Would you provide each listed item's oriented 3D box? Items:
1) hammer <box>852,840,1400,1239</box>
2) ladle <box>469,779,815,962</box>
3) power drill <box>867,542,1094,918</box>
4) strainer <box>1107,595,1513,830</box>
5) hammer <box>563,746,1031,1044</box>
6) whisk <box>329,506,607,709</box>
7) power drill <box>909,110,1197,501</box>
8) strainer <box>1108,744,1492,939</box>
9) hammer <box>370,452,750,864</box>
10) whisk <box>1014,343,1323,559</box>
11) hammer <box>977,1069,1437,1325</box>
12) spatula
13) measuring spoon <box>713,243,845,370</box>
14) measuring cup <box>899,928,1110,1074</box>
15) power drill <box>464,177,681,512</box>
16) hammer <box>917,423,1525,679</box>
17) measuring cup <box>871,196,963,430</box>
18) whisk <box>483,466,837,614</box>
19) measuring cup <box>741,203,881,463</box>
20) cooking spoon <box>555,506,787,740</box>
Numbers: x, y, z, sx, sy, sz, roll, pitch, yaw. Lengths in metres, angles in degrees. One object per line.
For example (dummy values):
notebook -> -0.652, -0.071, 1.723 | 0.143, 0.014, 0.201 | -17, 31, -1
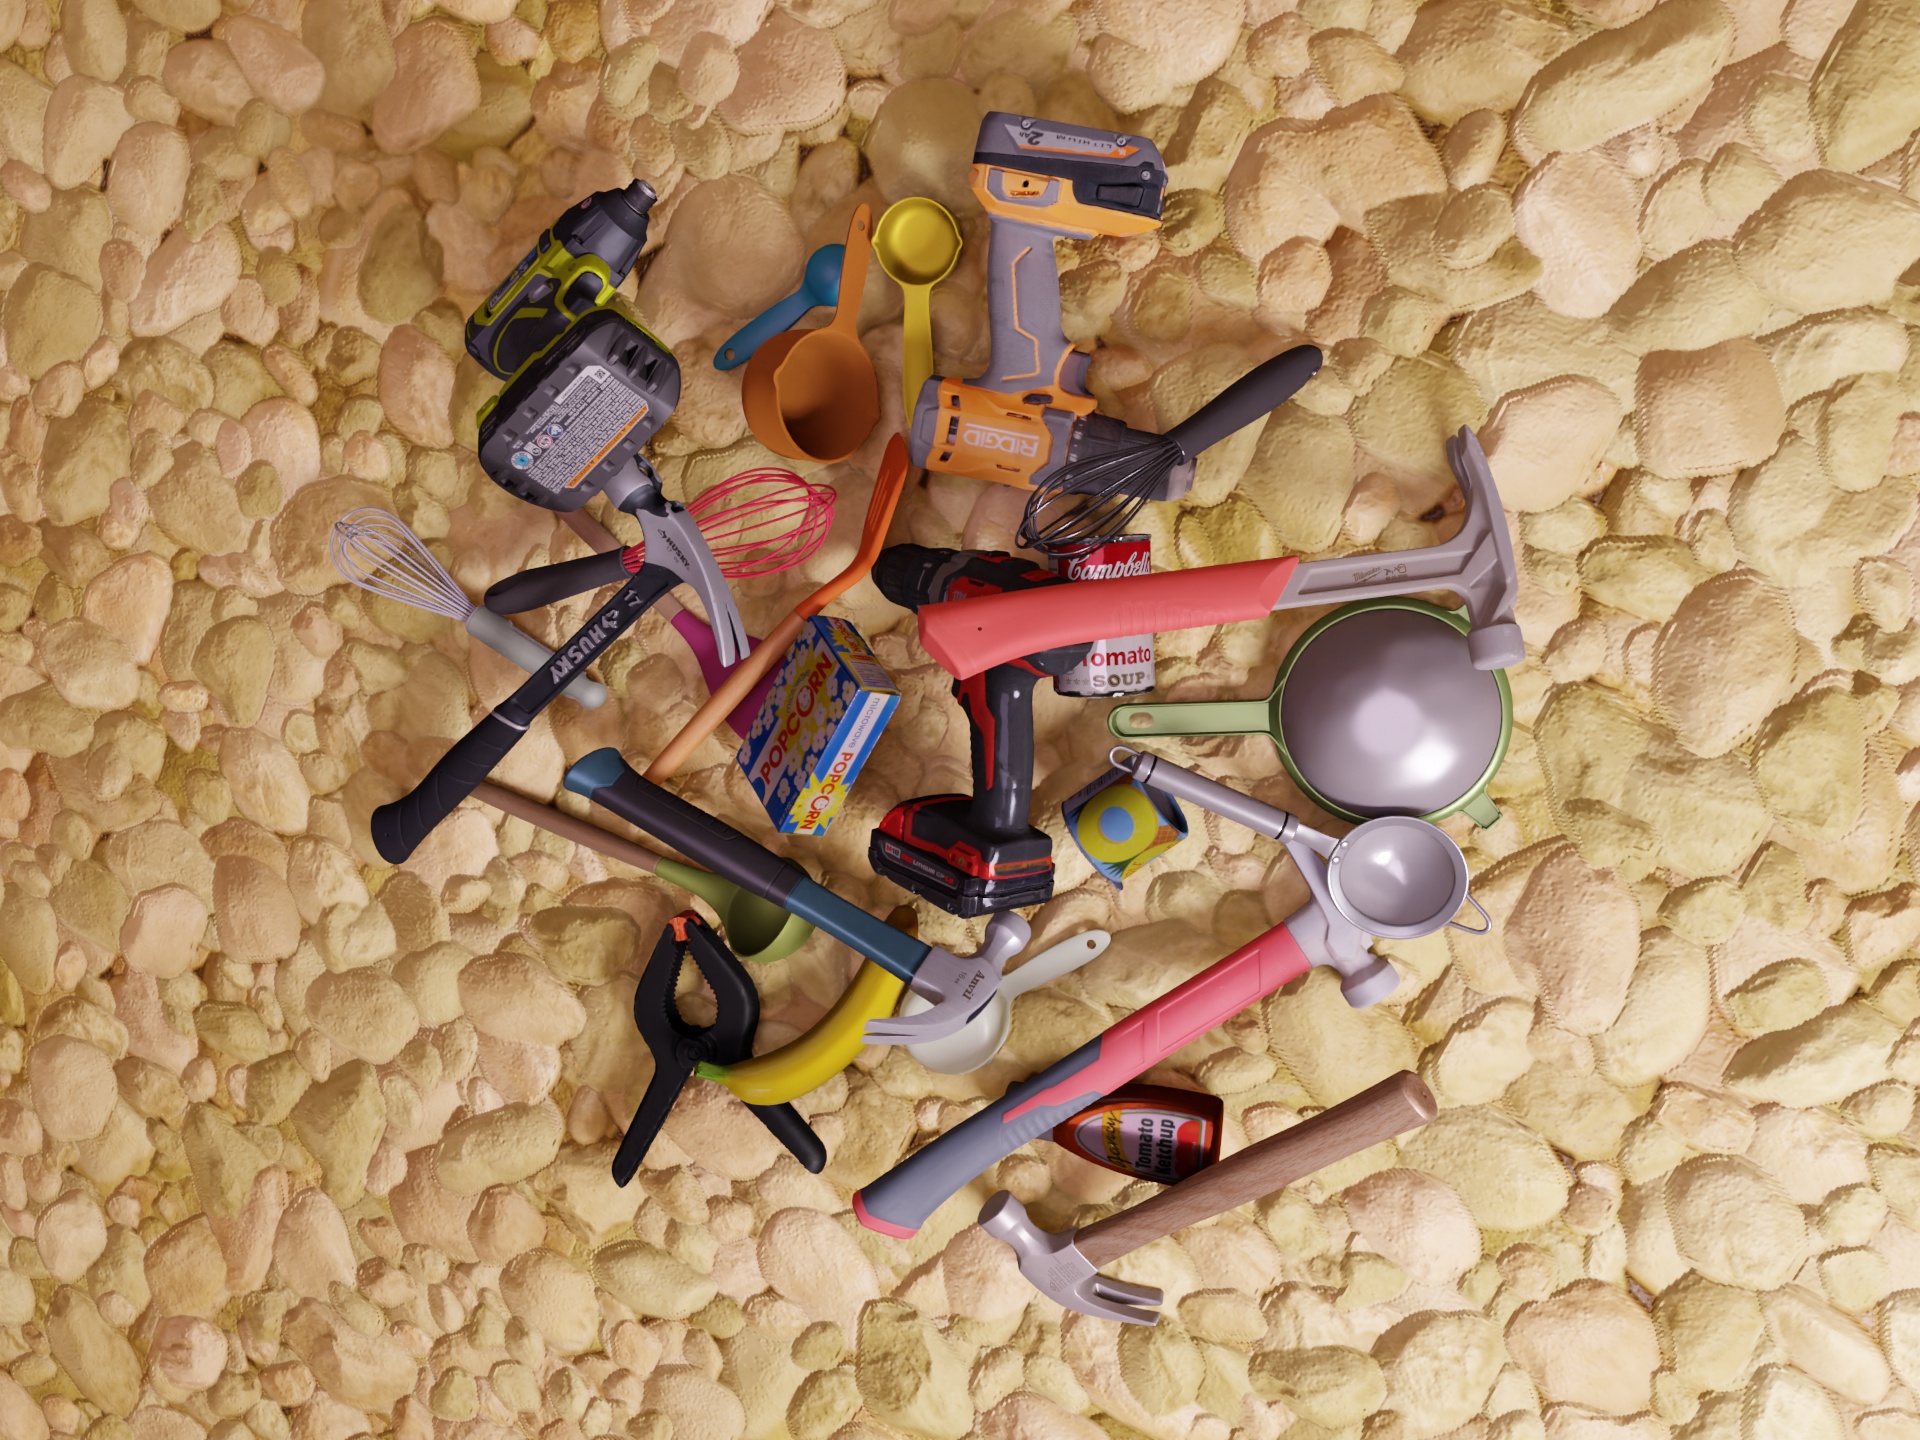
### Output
hammer -> 0.086, 0.213, 1.050 | 0.386, 0.038, 0.143 | -33, 86, 6
ladle -> -0.246, 0.093, 1.162 | 0.320, 0.062, 0.078 | 20, 75, 16
power drill -> -0.002, -0.003, 1.046 | 0.188, 0.080, 0.226 | 22, 110, 46
strainer -> 0.216, 0.001, 1.005 | 0.256, 0.069, 0.151 | -2, 97, 15
hammer -> -0.124, 0.109, 1.083 | 0.331, 0.128, 0.033 | 29, 144, 11
whisk -> -0.365, -0.081, 1.179 | 0.246, 0.058, 0.059 | 33, 85, 5
power drill -> 0.075, -0.252, 1.009 | 0.185, 0.084, 0.226 | 13, 105, 8
strainer -> 0.212, 0.068, 0.996 | 0.258, 0.050, 0.086 | 23, 116, -3
hammer -> -0.305, -0.008, 1.129 | 0.409, 0.036, 0.149 | -38, 87, 31
whisk -> 0.130, -0.168, 0.970 | 0.239, 0.055, 0.055 | -34, 87, -15
hammer -> 0.166, 0.308, 1.036 | 0.331, 0.031, 0.130 | -37, 101, 32
spatula -> -0.132, -0.061, 1.099 | 0.041, 0.081, 0.322 | 38, 106, -23
measuring spoon -> -0.123, -0.280, 1.091 | 0.128, 0.021, 0.042 | -33, 87, 16
measuring cup -> 0.030, 0.189, 1.101 | 0.167, 0.038, 0.083 | -31, 88, 20
power drill -> -0.254, -0.256, 1.049 | 0.171, 0.080, 0.223 | -40, 41, 19
hammer -> 0.152, -0.084, 0.939 | 0.359, 0.036, 0.149 | -8, 78, -8
measuring cup -> -0.026, -0.270, 1.068 | 0.062, 0.029, 0.156 | 4, 110, 12
whisk -> -0.213, -0.115, 1.103 | 0.296, 0.073, 0.073 | -12, 94, 24
measuring cup -> -0.095, -0.258, 1.061 | 0.052, 0.095, 0.173 | 10, 89, 44
cooking spoon -> -0.222, -0.093, 1.148 | 0.319, 0.017, 0.068 | 44, 107, 6
